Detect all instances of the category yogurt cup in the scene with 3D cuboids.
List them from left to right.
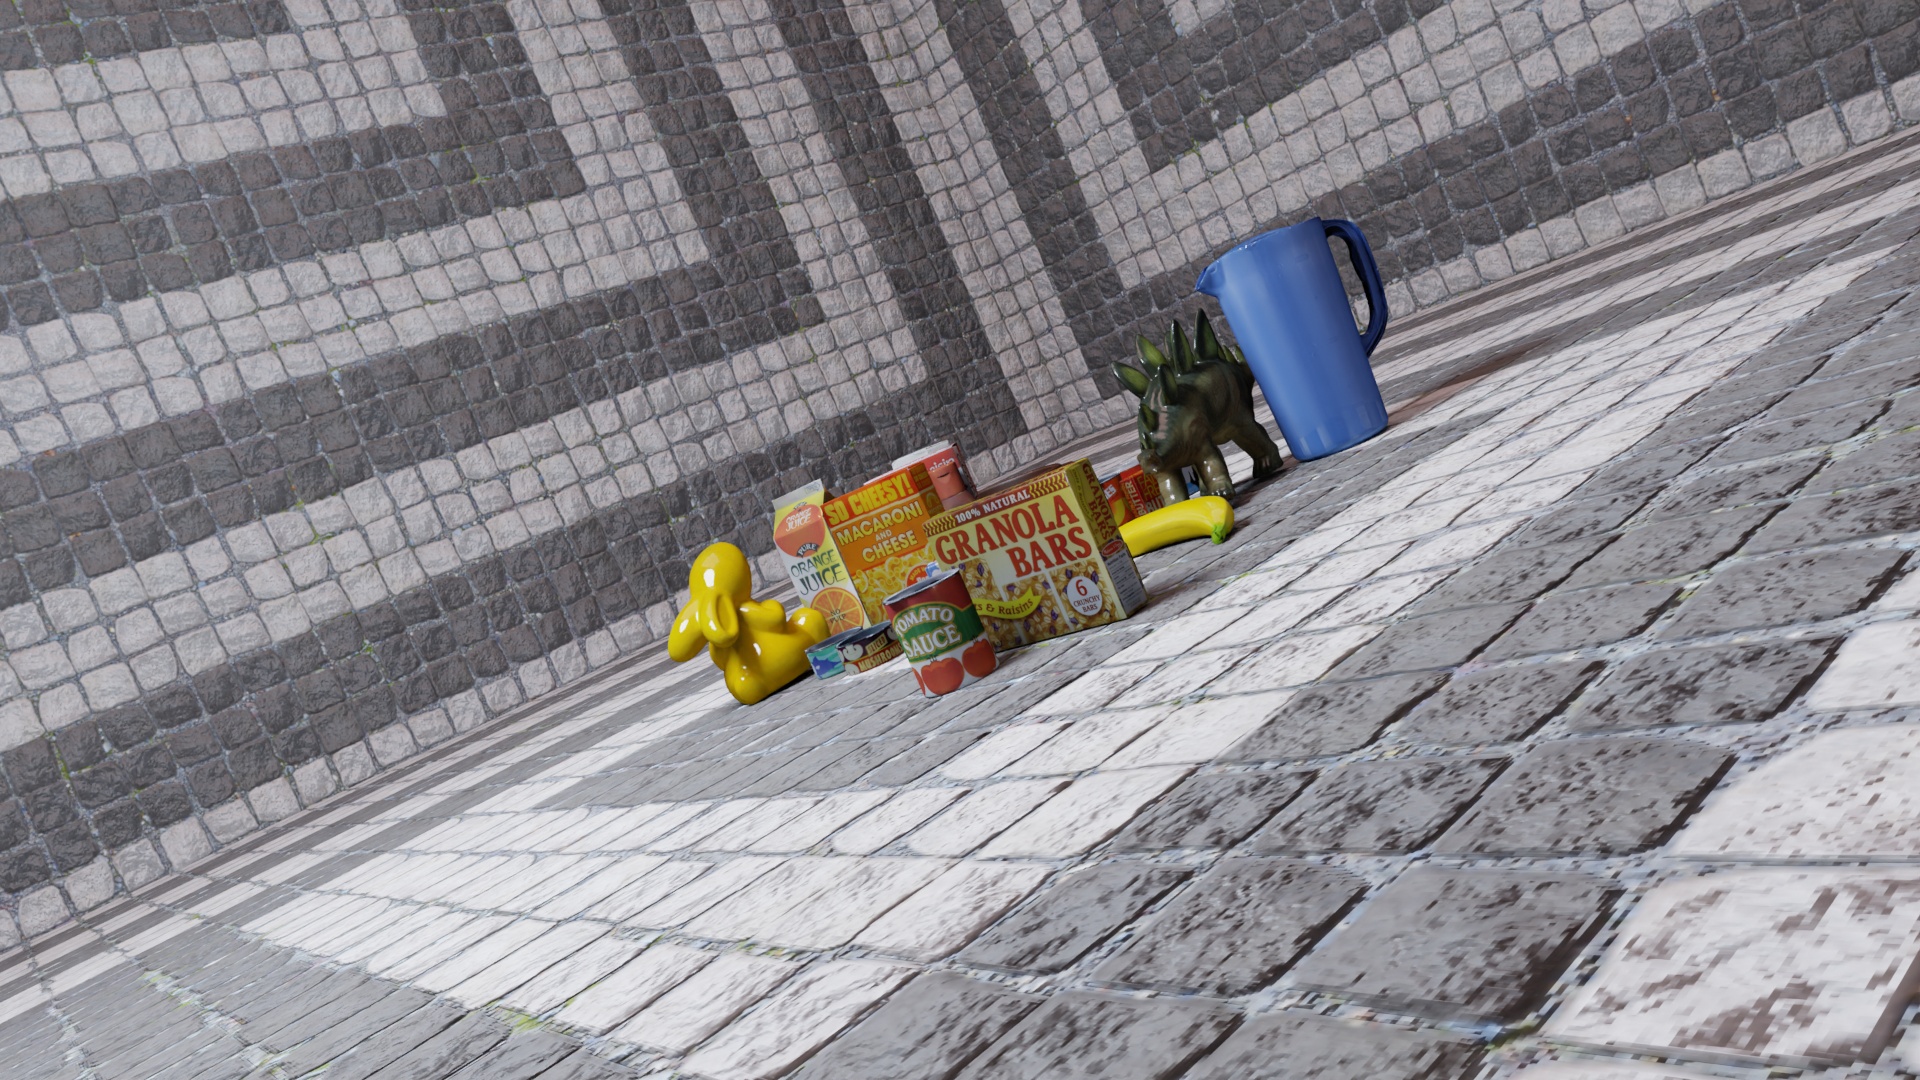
[{"bbox_3d":[0.217,-0.071,1.778,0.072,0.054,0.072,-23,4,2],"label":"yogurt cup"}]

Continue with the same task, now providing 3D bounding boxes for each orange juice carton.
[{"bbox_3d":[-0.156,0.028,1.645,0.071,0.192,0.073,-22,4,21],"label":"orange juice carton"}]

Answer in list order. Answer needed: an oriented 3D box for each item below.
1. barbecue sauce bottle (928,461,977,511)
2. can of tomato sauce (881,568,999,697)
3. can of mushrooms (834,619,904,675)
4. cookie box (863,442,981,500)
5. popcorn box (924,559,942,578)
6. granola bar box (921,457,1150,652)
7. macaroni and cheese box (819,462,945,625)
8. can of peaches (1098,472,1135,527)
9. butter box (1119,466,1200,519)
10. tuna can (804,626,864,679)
[{"bbox_3d":[0.006,-0.021,1.666,0.065,0.148,0.044,-23,4,5],"label":"barbecue sauce bottle"},{"bbox_3d":[-0.016,0.073,1.088,0.071,0.083,0.071,-24,4,2],"label":"can of tomato sauce"},{"bbox_3d":[-0.089,0.107,1.388,0.071,0.033,0.071,-23,4,2],"label":"can of mushrooms"},{"bbox_3d":[-0.029,-0.020,1.719,0.123,0.167,0.040,-23,4,11],"label":"cookie box"},{"bbox_3d":[0.044,0.036,1.213,0.127,0.085,0.038,-24,4,1],"label":"popcorn box"},{"bbox_3d":[0.058,0.016,1.113,0.165,0.124,0.039,-20,6,44],"label":"granola bar box"},{"bbox_3d":[-0.062,0.014,1.484,0.123,0.166,0.040,-21,5,29],"label":"macaroni and cheese box"},{"bbox_3d":[0.170,-0.041,1.648,0.071,0.058,0.071,-23,4,2],"label":"can of peaches"},{"bbox_3d":[0.237,-0.066,1.626,0.104,0.053,0.024,-27,5,-34],"label":"butter box"},{"bbox_3d":[-0.128,0.119,1.458,0.071,0.033,0.071,-23,4,2],"label":"tuna can"}]
